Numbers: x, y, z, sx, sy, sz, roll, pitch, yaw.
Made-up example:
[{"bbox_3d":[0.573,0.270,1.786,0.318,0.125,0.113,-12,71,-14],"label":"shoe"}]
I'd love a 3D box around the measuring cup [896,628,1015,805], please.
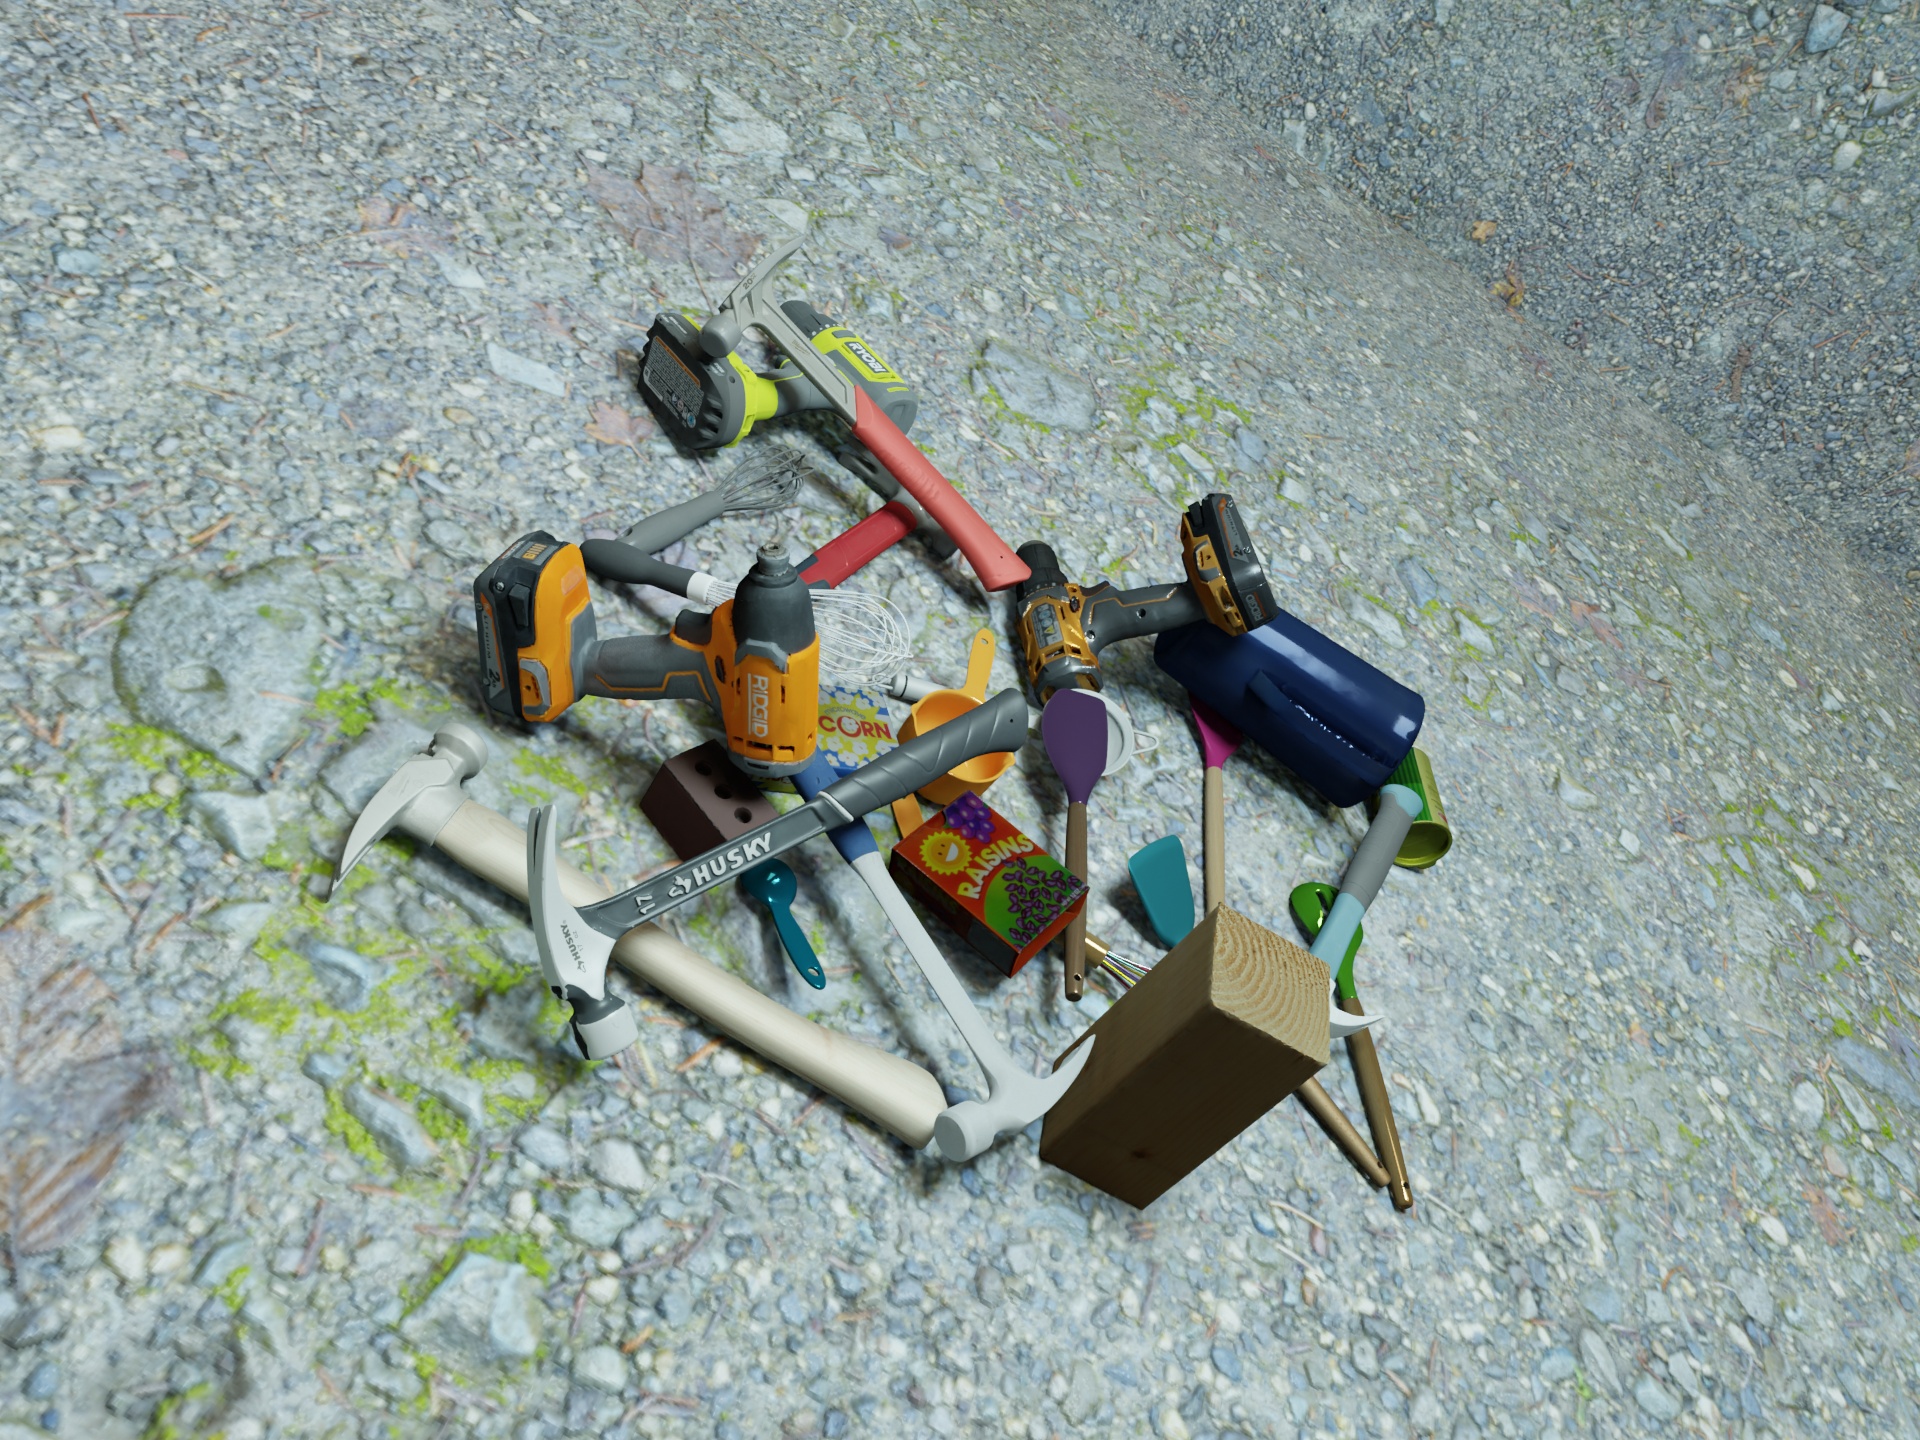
[{"bbox_3d":[-0.002,-0.004,1.298,0.095,0.052,0.174,27,43,-13],"label":"measuring cup"}]

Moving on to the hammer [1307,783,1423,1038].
[{"bbox_3d":[0.340,0.151,1.374,0.128,0.033,0.331,46,42,-2],"label":"hammer"}]

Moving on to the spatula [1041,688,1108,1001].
[{"bbox_3d":[0.090,0.088,1.259,0.059,0.018,0.316,15,45,-10],"label":"spatula"}]

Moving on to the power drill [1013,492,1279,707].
[{"bbox_3d":[0.154,-0.123,1.437,0.084,0.226,0.186,53,19,-48],"label":"power drill"}]

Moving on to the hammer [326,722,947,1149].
[{"bbox_3d":[-0.191,0.159,1.006,0.410,0.038,0.146,34,39,-6],"label":"hammer"}]

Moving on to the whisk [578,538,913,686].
[{"bbox_3d":[-0.166,-0.090,1.201,0.285,0.070,0.070,19,35,16],"label":"whisk"}]

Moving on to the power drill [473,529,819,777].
[{"bbox_3d":[-0.203,-0.058,1.061,0.226,0.164,0.084,12,34,9],"label":"power drill"}]

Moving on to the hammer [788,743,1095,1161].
[{"bbox_3d":[-0.057,0.105,1.107,0.144,0.035,0.406,-14,62,-44],"label":"hammer"}]

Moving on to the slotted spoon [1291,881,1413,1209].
[{"bbox_3d":[0.334,0.258,1.329,0.070,0.031,0.314,15,45,-20],"label":"slotted spoon"}]

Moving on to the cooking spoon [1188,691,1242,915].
[{"bbox_3d":[0.231,0.065,1.450,0.068,0.017,0.319,32,37,-18],"label":"cooking spoon"}]

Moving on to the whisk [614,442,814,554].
[{"bbox_3d":[-0.205,-0.181,1.333,0.055,0.055,0.239,44,43,8],"label":"whisk"}]

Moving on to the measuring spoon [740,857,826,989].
[{"bbox_3d":[-0.113,0.132,1.076,0.042,0.021,0.129,13,26,-36],"label":"measuring spoon"}]

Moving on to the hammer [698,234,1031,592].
[{"bbox_3d":[-0.064,-0.254,1.404,0.359,0.037,0.149,45,55,-17],"label":"hammer"}]

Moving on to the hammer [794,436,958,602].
[{"bbox_3d":[-0.132,-0.134,1.349,0.143,0.038,0.386,40,38,4],"label":"hammer"}]

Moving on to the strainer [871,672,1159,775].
[{"bbox_3d":[0.044,-0.003,1.354,0.258,0.050,0.087,16,55,-18],"label":"strainer"}]

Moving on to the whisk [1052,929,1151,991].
[{"bbox_3d":[0.128,0.193,1.220,0.245,0.051,0.047,33,48,2],"label":"whisk"}]

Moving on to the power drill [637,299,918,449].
[{"bbox_3d":[-0.174,-0.323,1.456,0.228,0.080,0.191,-14,51,-41],"label":"power drill"}]

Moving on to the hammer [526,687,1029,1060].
[{"bbox_3d":[-0.100,0.060,1.038,0.409,0.036,0.149,-27,101,-39],"label":"hammer"}]

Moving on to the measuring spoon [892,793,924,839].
[{"bbox_3d":[-0.035,0.093,1.219,0.021,0.011,0.117,-5,49,-18],"label":"measuring spoon"}]

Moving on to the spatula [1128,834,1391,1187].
[{"bbox_3d":[0.239,0.233,1.265,0.318,0.044,0.082,51,36,15],"label":"spatula"}]
